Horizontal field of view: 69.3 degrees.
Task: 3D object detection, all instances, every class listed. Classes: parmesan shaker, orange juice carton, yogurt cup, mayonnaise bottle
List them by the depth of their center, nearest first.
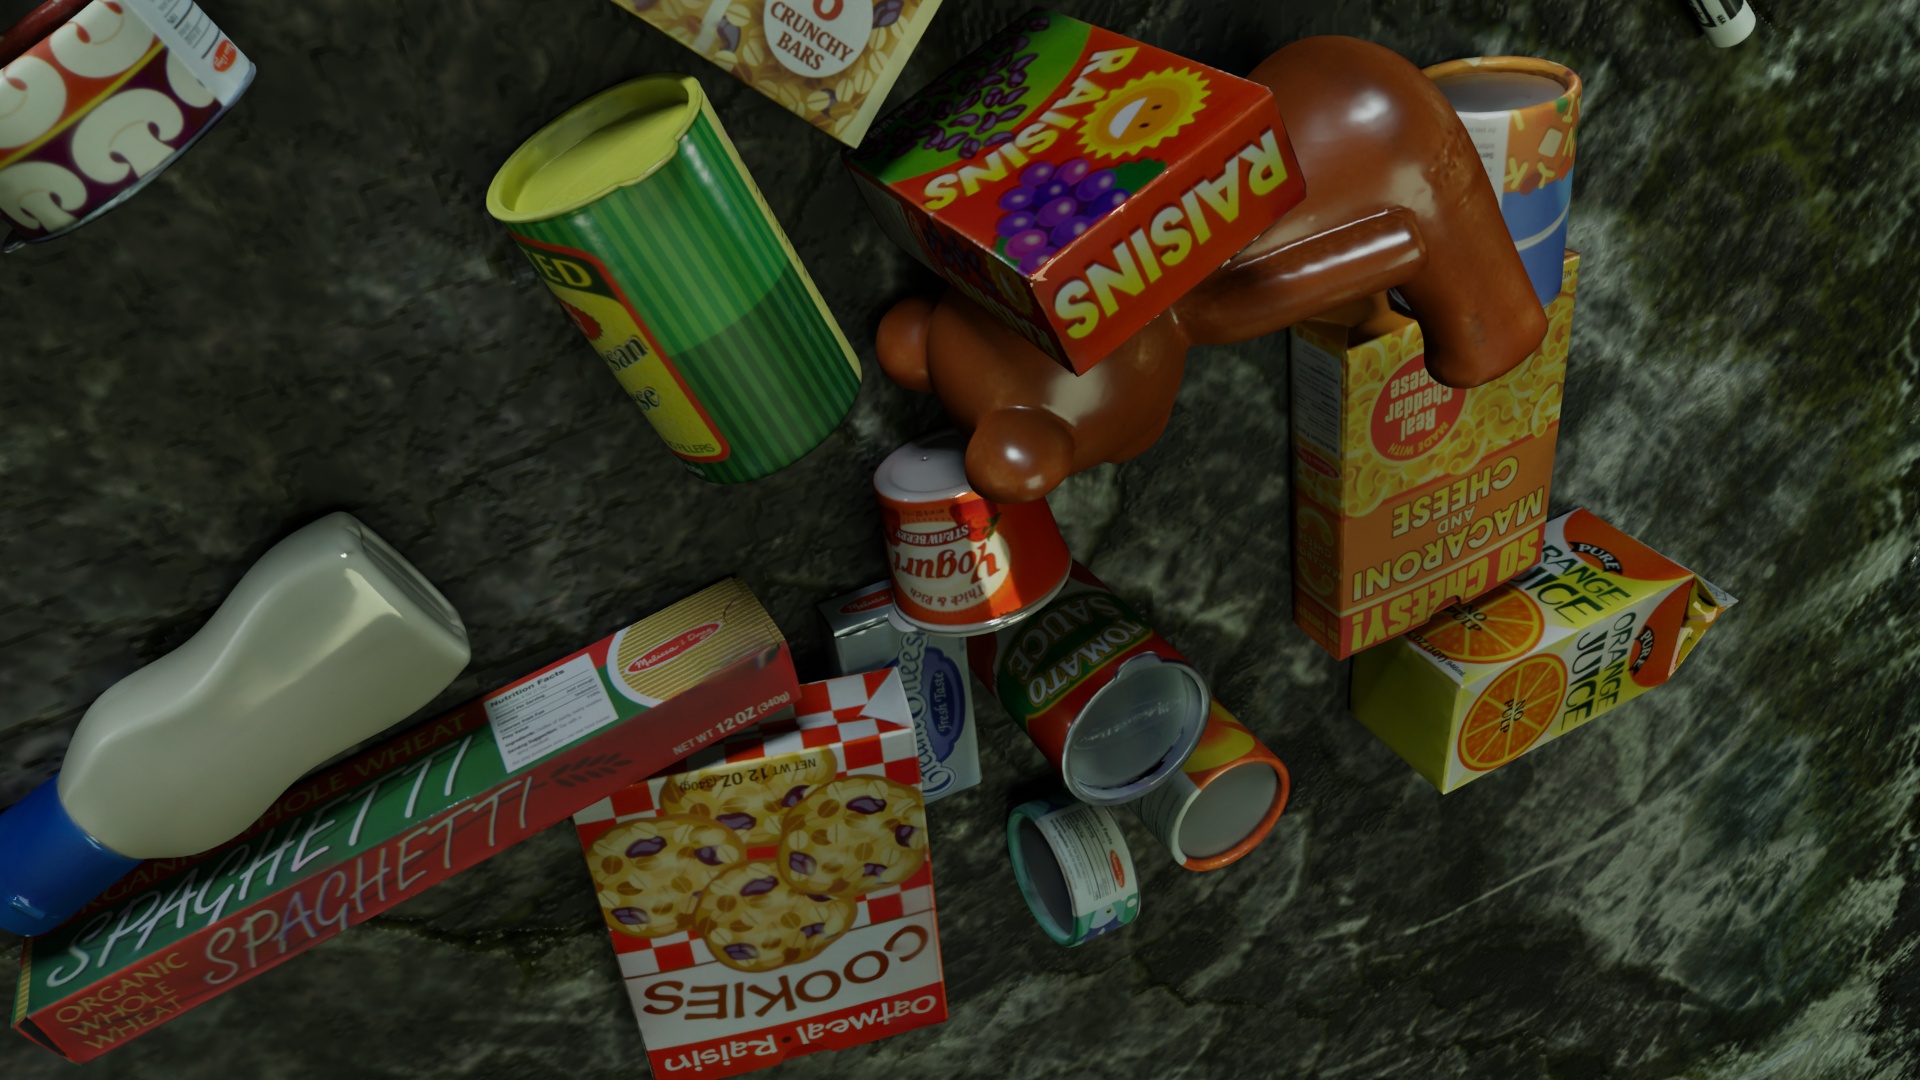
[{"bbox_3d":[-0.078,-0.072,0.404,0.071,0.071,0.102,-36,130,-7],"label":"parmesan shaker"},{"bbox_3d":[-0.225,0.058,0.417,0.148,0.041,0.064,-38,129,-4],"label":"mayonnaise bottle"},{"bbox_3d":[0.002,-0.006,0.501,0.072,0.072,0.053,-26,121,-15],"label":"yogurt cup"},{"bbox_3d":[0.298,0.046,0.706,0.193,0.072,0.072,-21,128,-19],"label":"orange juice carton"}]

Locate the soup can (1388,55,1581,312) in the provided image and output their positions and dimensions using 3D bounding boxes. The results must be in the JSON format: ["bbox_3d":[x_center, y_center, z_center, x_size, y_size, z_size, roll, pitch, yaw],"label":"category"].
[{"bbox_3d":[0.204,-0.138,0.540,0.071,0.071,0.083,-23,127,-17],"label":"soup can"}]

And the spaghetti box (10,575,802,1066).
[{"bbox_3d":[-0.175,0.086,0.459,0.251,0.050,0.028,-26,128,-15],"label":"spaghetti box"}]

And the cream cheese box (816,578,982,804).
[{"bbox_3d":[-0.023,0.063,0.553,0.053,0.024,0.103,-19,126,-19],"label":"cream cheese box"}]

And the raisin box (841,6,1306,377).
[{"bbox_3d":[0.029,-0.108,0.413,0.086,0.124,0.040,-38,130,-6],"label":"raisin box"}]

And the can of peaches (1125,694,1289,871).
[{"bbox_3d":[0.110,0.108,0.640,0.071,0.058,0.071,-15,125,-22],"label":"can of peaches"}]

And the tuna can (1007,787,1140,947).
[{"bbox_3d":[0.049,0.146,0.623,0.033,0.071,0.070,-16,125,-21],"label":"tuna can"}]

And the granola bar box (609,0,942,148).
[{"bbox_3d":[-0.067,-0.197,0.356,0.165,0.039,0.124,22,106,-38],"label":"granola bar box"}]

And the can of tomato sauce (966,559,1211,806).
[{"bbox_3d":[0.047,0.052,0.550,0.071,0.083,0.070,-15,125,-23],"label":"can of tomato sauce"}]

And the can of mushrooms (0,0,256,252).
[{"bbox_3d":[-0.201,-0.100,0.316,0.071,0.071,0.033,-39,130,-5],"label":"can of mushrooms"}]

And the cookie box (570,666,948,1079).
[{"bbox_3d":[-0.073,0.136,0.539,0.123,0.040,0.166,-10,124,-9],"label":"cookie box"}]

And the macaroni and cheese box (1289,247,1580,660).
[{"bbox_3d":[0.208,-0.039,0.620,0.124,0.040,0.165,-23,127,-17],"label":"macaroni and cheese box"}]
